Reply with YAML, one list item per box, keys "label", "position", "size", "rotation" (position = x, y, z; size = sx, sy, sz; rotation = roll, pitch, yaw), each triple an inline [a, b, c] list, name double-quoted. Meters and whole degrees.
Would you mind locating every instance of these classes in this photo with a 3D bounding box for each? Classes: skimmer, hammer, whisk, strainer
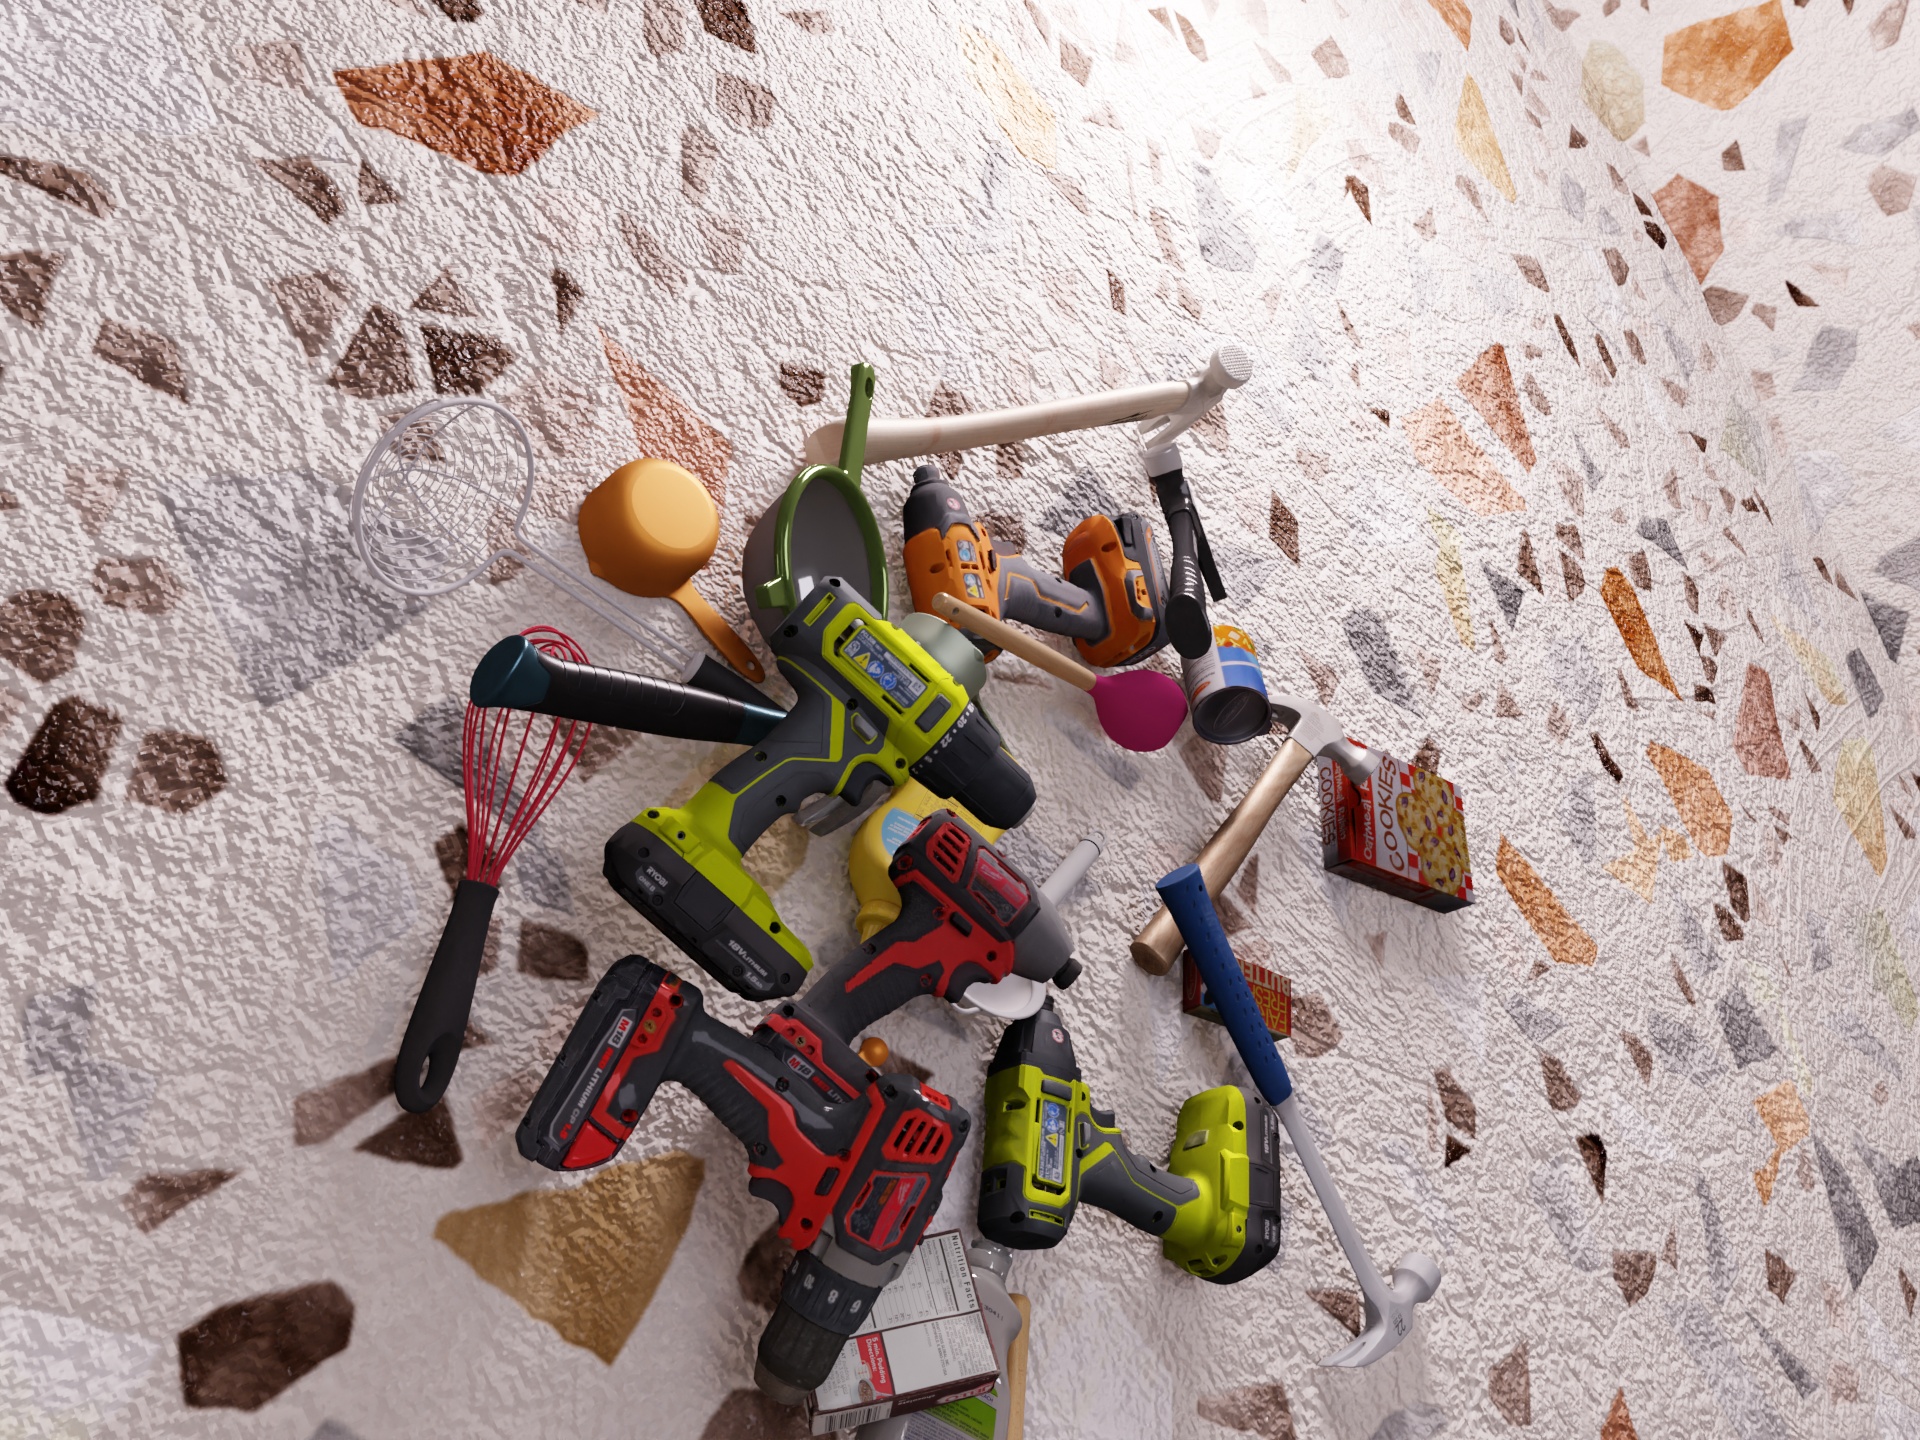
- label: "skimmer"
  position: [-0.212, -0.064, 1.006]
  size: [0.363, 0.090, 0.127]
  rotation: [36, 83, -24]
- label: "hammer"
  position: [0.051, -0.242, 1.315]
  size: [0.410, 0.146, 0.038]
  rotation: [-15, 79, -33]
- label: "hammer"
  position: [0.232, 0.090, 1.324]
  size: [0.130, 0.031, 0.331]
  rotation: [40, 52, 6]
- label: "hammer"
  position: [0.183, -0.118, 1.281]
  size: [0.335, 0.035, 0.146]
  rotation: [-74, 144, -67]
- label: "whisk"
  position: [-0.272, 0.077, 0.913]
  size: [0.073, 0.073, 0.296]
  rotation: [24, 62, -29]
- label: "hammer"
  position: [-0.151, -0.003, 0.986]
  size: [0.330, 0.033, 0.128]
  rotation: [13, 100, -48]
- label: "whisk"
  position: [0.027, 0.479, 0.977]
  size: [0.047, 0.051, 0.245]
  rotation: [6, 54, 0]
- label: "strainer"
  position: [0.050, 0.148, 1.156]
  size: [0.087, 0.050, 0.258]
  rotation: [39, 41, 8]
- label: "hammer"
  position: [0.249, 0.302, 1.221]
  size: [0.144, 0.035, 0.405]
  rotation: [-30, 96, -44]
- label: "strainer"
  position: [-0.106, -0.146, 1.126]
  size: [0.151, 0.069, 0.257]
  rotation: [49, 41, -53]

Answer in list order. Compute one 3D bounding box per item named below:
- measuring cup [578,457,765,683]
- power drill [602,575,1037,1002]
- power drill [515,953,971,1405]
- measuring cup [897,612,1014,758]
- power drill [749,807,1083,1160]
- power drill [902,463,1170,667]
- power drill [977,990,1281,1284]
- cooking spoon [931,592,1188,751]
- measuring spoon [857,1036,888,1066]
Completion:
- label: "measuring cup"
  position: [-0.179, -0.100, 1.075]
  size: [0.173, 0.052, 0.095]
  rotation: [50, 47, -8]
- label: "power drill"
  position: [-0.079, 0.053, 0.945]
  size: [0.190, 0.080, 0.228]
  rotation: [43, 72, -8]
- label: "power drill"
  position: [-0.128, 0.251, 0.878]
  size: [0.226, 0.080, 0.188]
  rotation: [29, 85, -5]
- label: "measuring cup"
  position: [-0.002, -0.004, 1.171]
  size: [0.038, 0.083, 0.167]
  rotation: [-48, 123, -29]
- label: "power drill"
  position: [-0.027, 0.175, 0.998]
  size: [0.143, 0.078, 0.220]
  rotation: [42, 66, -1]
- label: "power drill"
  position: [0.055, -0.121, 1.263]
  size: [0.226, 0.084, 0.164]
  rotation: [0, 69, -36]
- label: "power drill"
  position: [0.117, 0.296, 1.116]
  size: [0.223, 0.080, 0.171]
  rotation: [24, 54, -26]
- label: "cooking spoon"
  position: [0.084, -0.037, 1.221]
  size: [0.318, 0.069, 0.017]
  rotation: [25, 11, -46]
- label: "measuring spoon"
  position: [-0.085, 0.238, 1.019]
  size: [0.117, 0.011, 0.021]
  rotation: [-33, 92, -43]
